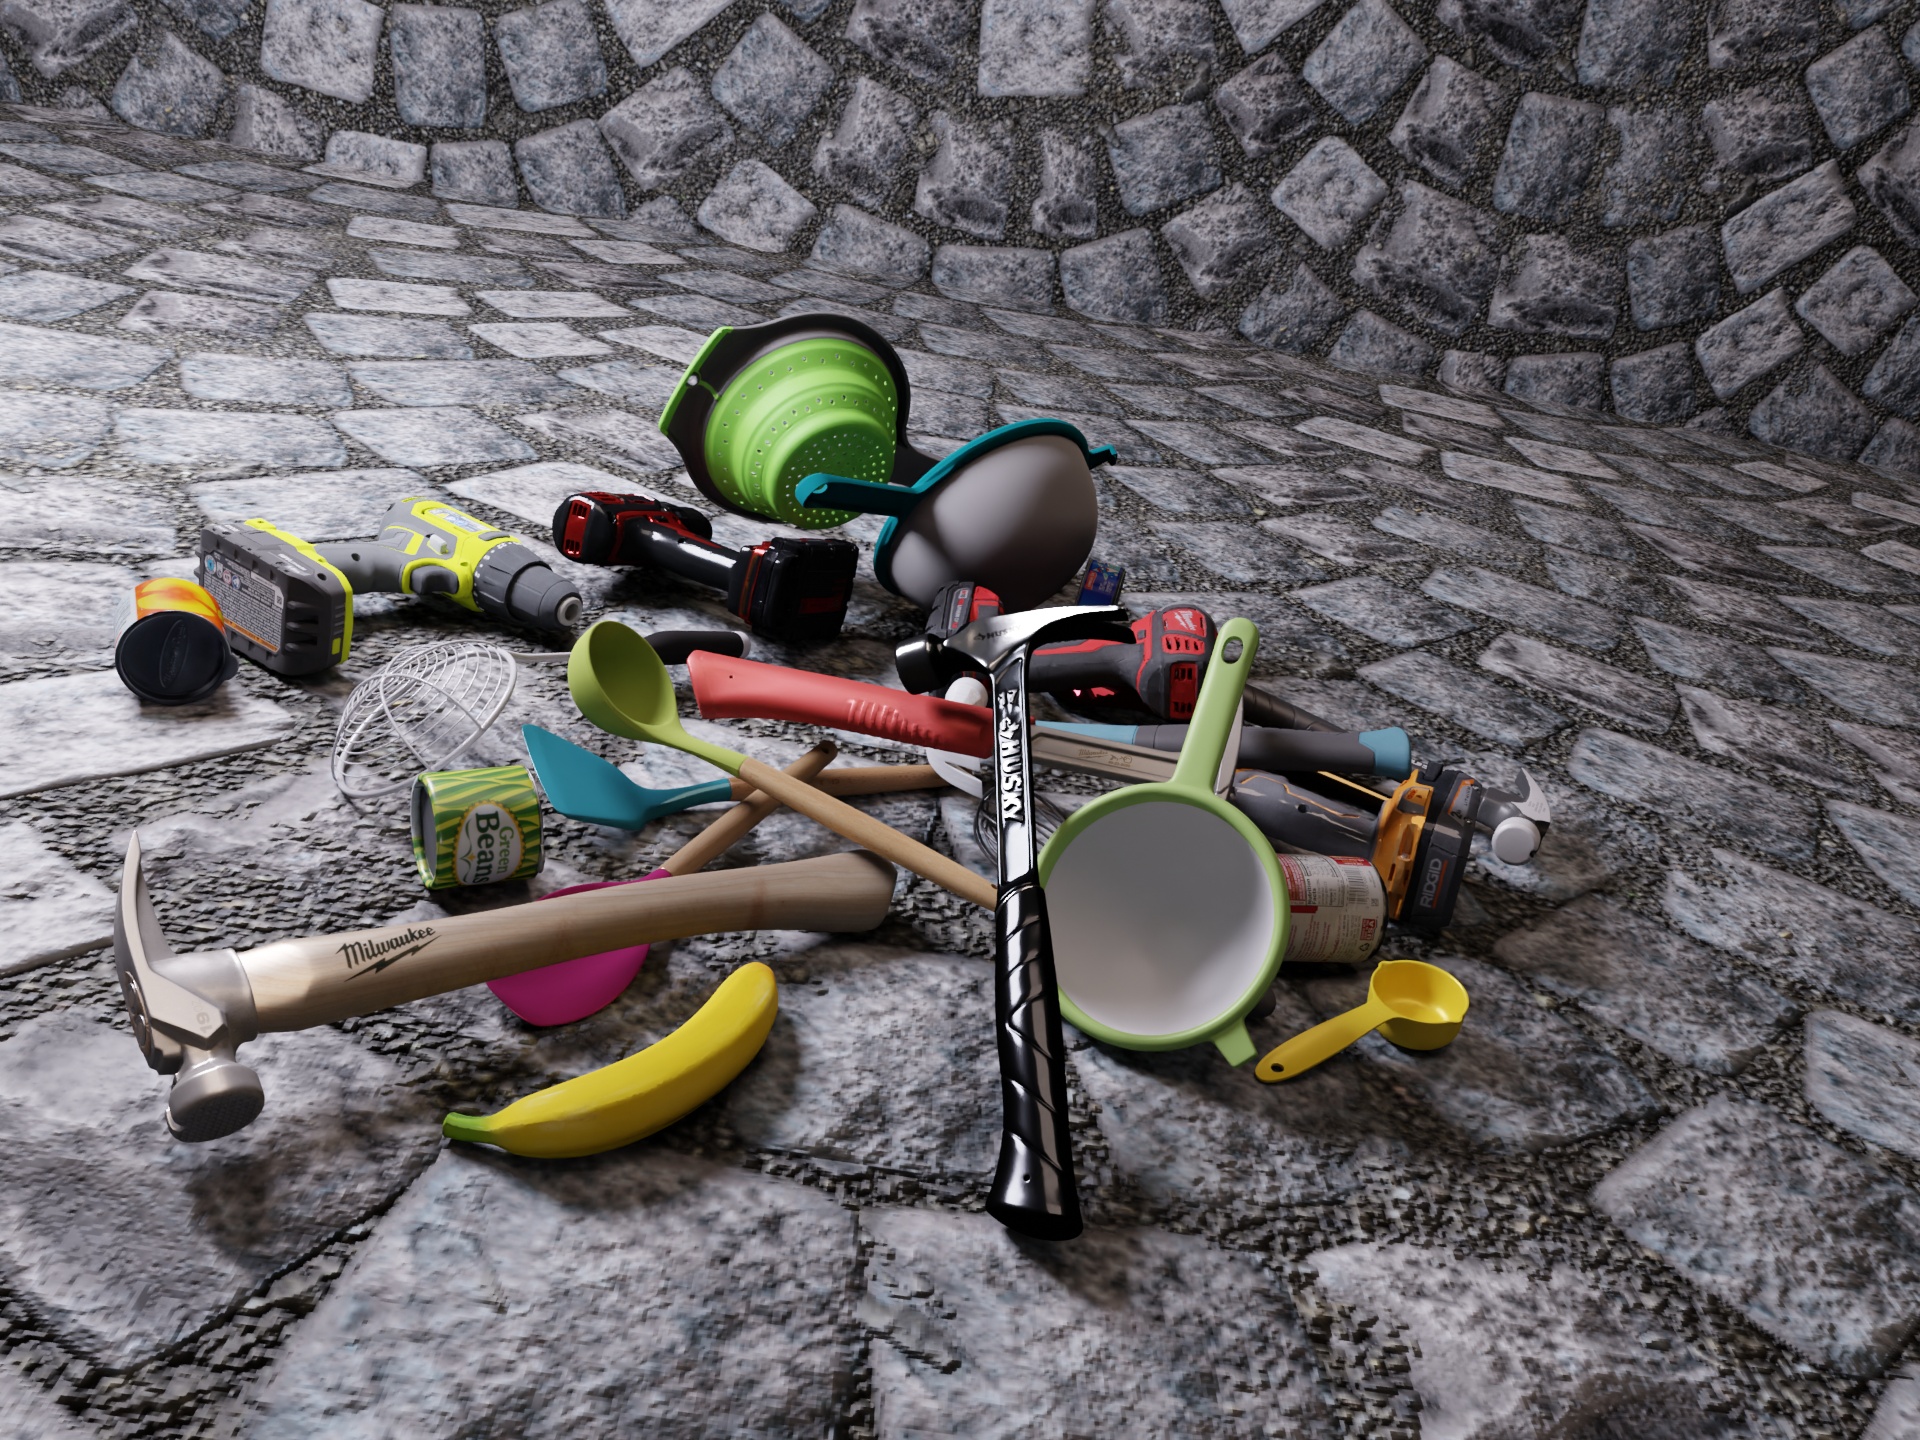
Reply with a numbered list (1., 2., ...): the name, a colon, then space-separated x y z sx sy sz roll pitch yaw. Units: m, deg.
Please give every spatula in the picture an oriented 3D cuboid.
1. spatula: -0.125 0.037 1.035 0.317 0.044 0.082 -3 41 -32

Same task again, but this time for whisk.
1. whisk: 0.097 0.109 0.981 0.239 0.055 0.055 34 32 31

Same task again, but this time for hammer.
1. hammer: -0.002 -0.003 1.023 0.359 0.036 0.149 12 55 10
2. hammer: 0.133 0.014 1.072 0.331 0.033 0.128 3 26 17
3. hammer: -0.205 0.100 0.819 0.410 0.038 0.146 -6 51 -42
4. hammer: 0.036 0.084 0.855 0.149 0.036 0.409 -15 44 13
5. hammer: 0.294 0.014 1.242 0.335 0.035 0.146 25 21 18

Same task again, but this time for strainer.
1. strainer: 0.132 0.068 0.917 0.151 0.256 0.069 13 -15 24
2. strainer: 0.003 -0.143 1.273 0.340 0.211 0.095 -2 52 -55

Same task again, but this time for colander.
1. colander: -0.065 -0.214 1.380 0.396 0.204 0.095 13 34 -44

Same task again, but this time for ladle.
1. ladle: -0.103 0.029 0.948 0.320 0.062 0.078 26 15 18
2. ladle: 0.215 0.018 1.251 0.315 0.031 0.069 23 25 19

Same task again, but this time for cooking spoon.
1. cooking spoon: -0.156 0.081 0.923 0.069 0.017 0.319 39 36 7

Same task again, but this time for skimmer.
1. skimmer: -0.262 -0.014 1.087 0.127 0.090 0.363 -6 2 31

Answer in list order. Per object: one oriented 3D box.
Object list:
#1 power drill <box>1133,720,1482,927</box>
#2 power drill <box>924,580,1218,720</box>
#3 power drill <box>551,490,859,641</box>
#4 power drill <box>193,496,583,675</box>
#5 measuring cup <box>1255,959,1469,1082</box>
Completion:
1. power drill: 0.245 0.055 1.126 0.226 0.084 0.185 14 24 17
2. power drill: 0.089 -0.054 1.219 0.219 0.078 0.143 1 28 7
3. power drill: -0.200 -0.137 1.321 0.227 0.080 0.188 19 12 20
4. power drill: -0.410 -0.099 1.158 0.191 0.080 0.228 25 25 27
5. measuring cup: 0.228 0.184 0.918 0.156 0.029 0.062 -18 37 -29
